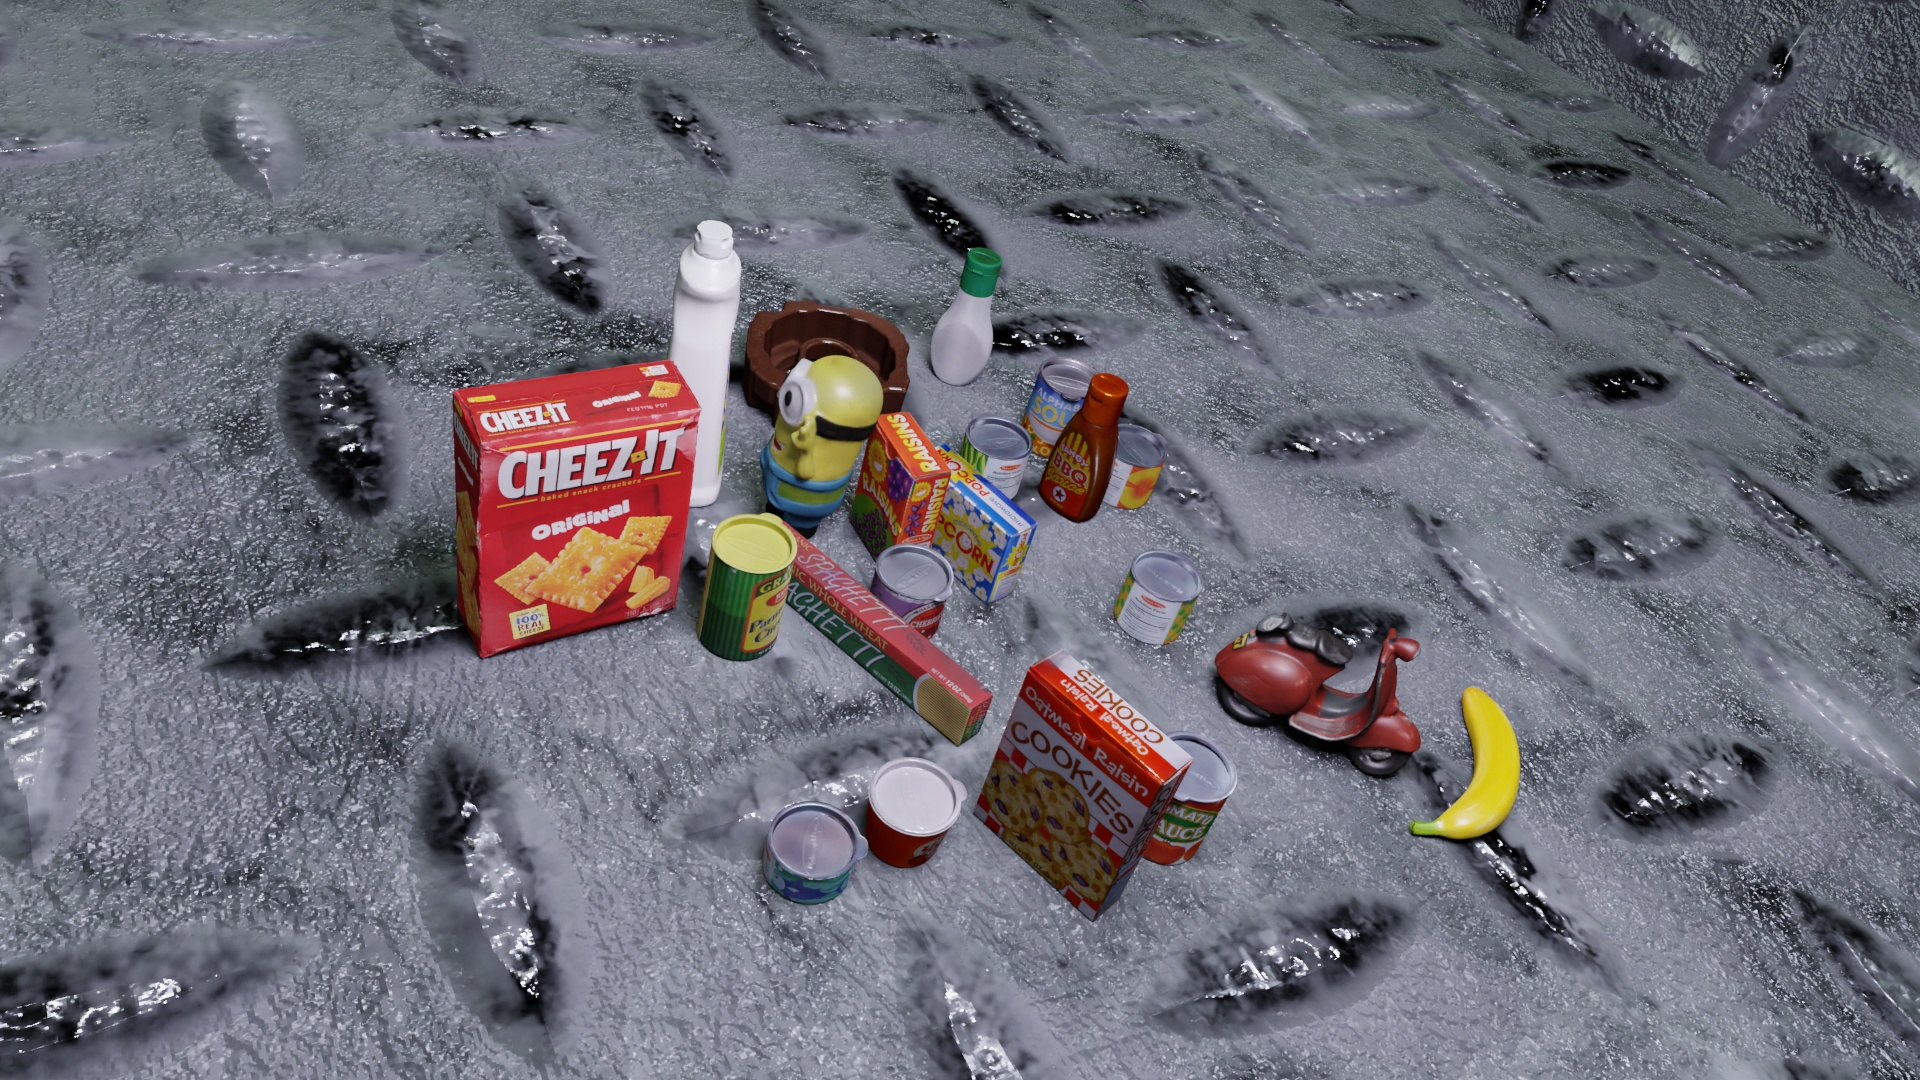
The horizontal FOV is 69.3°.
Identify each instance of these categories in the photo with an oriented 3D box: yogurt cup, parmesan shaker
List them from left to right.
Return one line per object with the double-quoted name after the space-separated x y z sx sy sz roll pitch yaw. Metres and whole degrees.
-0.170 0.037 1.108 0.071 0.102 0.072 10 41 -9 "parmesan shaker"
-0.038 0.200 1.008 0.072 0.053 0.073 10 41 -9 "yogurt cup"

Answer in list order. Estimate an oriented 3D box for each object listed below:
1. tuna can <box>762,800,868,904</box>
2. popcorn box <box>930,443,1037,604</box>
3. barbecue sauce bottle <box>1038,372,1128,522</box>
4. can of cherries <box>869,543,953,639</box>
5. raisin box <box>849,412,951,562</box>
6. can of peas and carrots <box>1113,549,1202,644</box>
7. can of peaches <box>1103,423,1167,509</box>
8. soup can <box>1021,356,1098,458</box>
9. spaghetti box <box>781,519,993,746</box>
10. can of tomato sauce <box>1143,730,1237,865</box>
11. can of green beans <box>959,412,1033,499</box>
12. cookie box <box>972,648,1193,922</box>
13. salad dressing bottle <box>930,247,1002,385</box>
-0.103 0.220 0.979 0.071 0.032 0.071 10 41 -9 "tuna can"
0.004 -0.016 1.241 0.038 0.084 0.127 -25 55 -38 "popcorn box"
0.121 -0.090 1.317 0.044 0.147 0.065 -26 57 -39 "barbecue sauce bottle"
-0.043 0.047 1.175 0.071 0.058 0.072 10 41 -9 "can of cherries"
-0.055 -0.039 1.217 0.040 0.122 0.086 -10 47 -29 "raisin box"
0.178 0.050 1.249 0.071 0.058 0.071 10 41 -9 "can of peas and carrots"
0.168 -0.074 1.385 0.071 0.057 0.071 10 41 -9 "can of peaches"
0.101 -0.132 1.407 0.071 0.083 0.072 10 41 -9 "soup can"
-0.078 0.072 1.141 0.250 0.049 0.029 38 44 22 "spaghetti box"
0.164 0.198 1.058 0.071 0.082 0.071 10 41 -9 "can of tomato sauce"
0.031 -0.078 1.342 0.071 0.057 0.071 10 41 -9 "can of green beans"
0.082 0.176 0.990 0.123 0.166 0.040 39 45 24 "cookie box"
0.009 -0.231 1.437 0.064 0.146 0.044 22 40 5 "salad dressing bottle"
